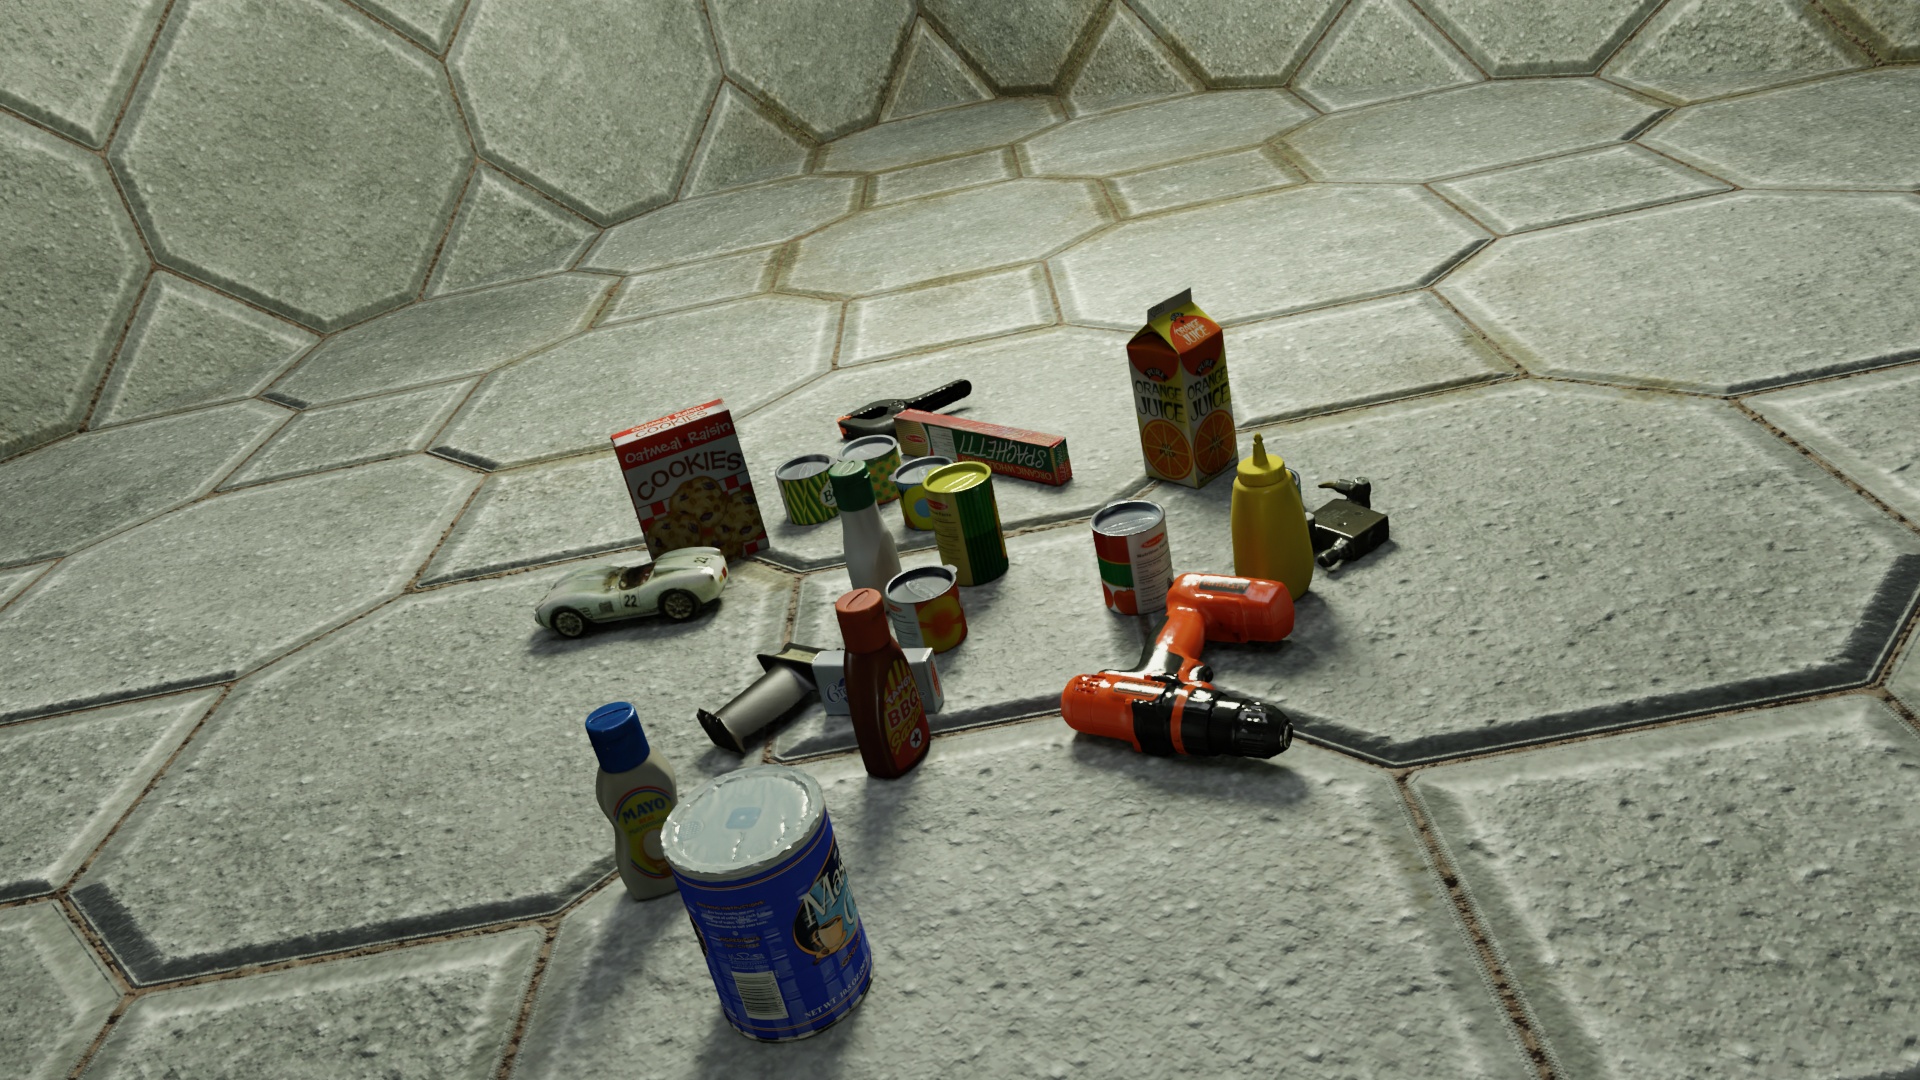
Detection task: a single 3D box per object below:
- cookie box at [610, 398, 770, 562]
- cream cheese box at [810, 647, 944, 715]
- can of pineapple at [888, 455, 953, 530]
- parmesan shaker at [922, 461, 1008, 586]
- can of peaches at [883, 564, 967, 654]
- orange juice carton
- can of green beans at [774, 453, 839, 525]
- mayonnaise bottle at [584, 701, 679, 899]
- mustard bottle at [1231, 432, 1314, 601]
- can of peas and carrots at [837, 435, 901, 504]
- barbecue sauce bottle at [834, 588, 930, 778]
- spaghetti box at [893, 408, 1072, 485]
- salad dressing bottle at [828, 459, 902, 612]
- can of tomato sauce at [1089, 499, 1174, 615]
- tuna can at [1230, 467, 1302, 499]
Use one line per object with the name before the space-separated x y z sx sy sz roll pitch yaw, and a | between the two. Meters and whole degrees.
cookie box | -0.283 -0.051 1.464 0.123 0.166 0.040 -21 27 -16
cream cheese box | -0.069 0.119 1.166 0.104 0.053 0.024 -3 28 19
can of pineapple | -0.035 -0.050 1.476 0.071 0.057 0.071 -10 27 5
parmesan shaker | 0.005 -0.017 1.343 0.071 0.102 0.071 -10 26 5
can of peaches | -0.029 0.062 1.254 0.071 0.057 0.071 -10 27 5
orange juice carton | 0.226 -0.158 1.422 0.072 0.191 0.073 -31 32 -32
can of green beans | -0.168 -0.057 1.547 0.071 0.057 0.071 -10 27 5
mayonnaise bottle | -0.230 0.186 1.000 0.065 0.147 0.041 -20 27 -14
mustard bottle | 0.261 -0.022 1.177 0.065 0.159 0.049 -25 29 -22
can of peas and carrots | -0.100 -0.077 1.556 0.071 0.058 0.071 -10 27 5
barbecue sauce bottle | -0.063 0.109 1.077 0.043 0.148 0.065 4 31 31
spaghetti box | 0.022 -0.107 1.570 0.250 0.050 0.029 14 37 42
salad dressing bottle | -0.089 -0.004 1.309 0.044 0.147 0.064 -1 29 22
can of tomato sauce | 0.154 0.014 1.240 0.071 0.082 0.071 -10 27 5
tuna can | 0.298 -0.043 1.344 0.071 0.032 0.071 -10 27 5
